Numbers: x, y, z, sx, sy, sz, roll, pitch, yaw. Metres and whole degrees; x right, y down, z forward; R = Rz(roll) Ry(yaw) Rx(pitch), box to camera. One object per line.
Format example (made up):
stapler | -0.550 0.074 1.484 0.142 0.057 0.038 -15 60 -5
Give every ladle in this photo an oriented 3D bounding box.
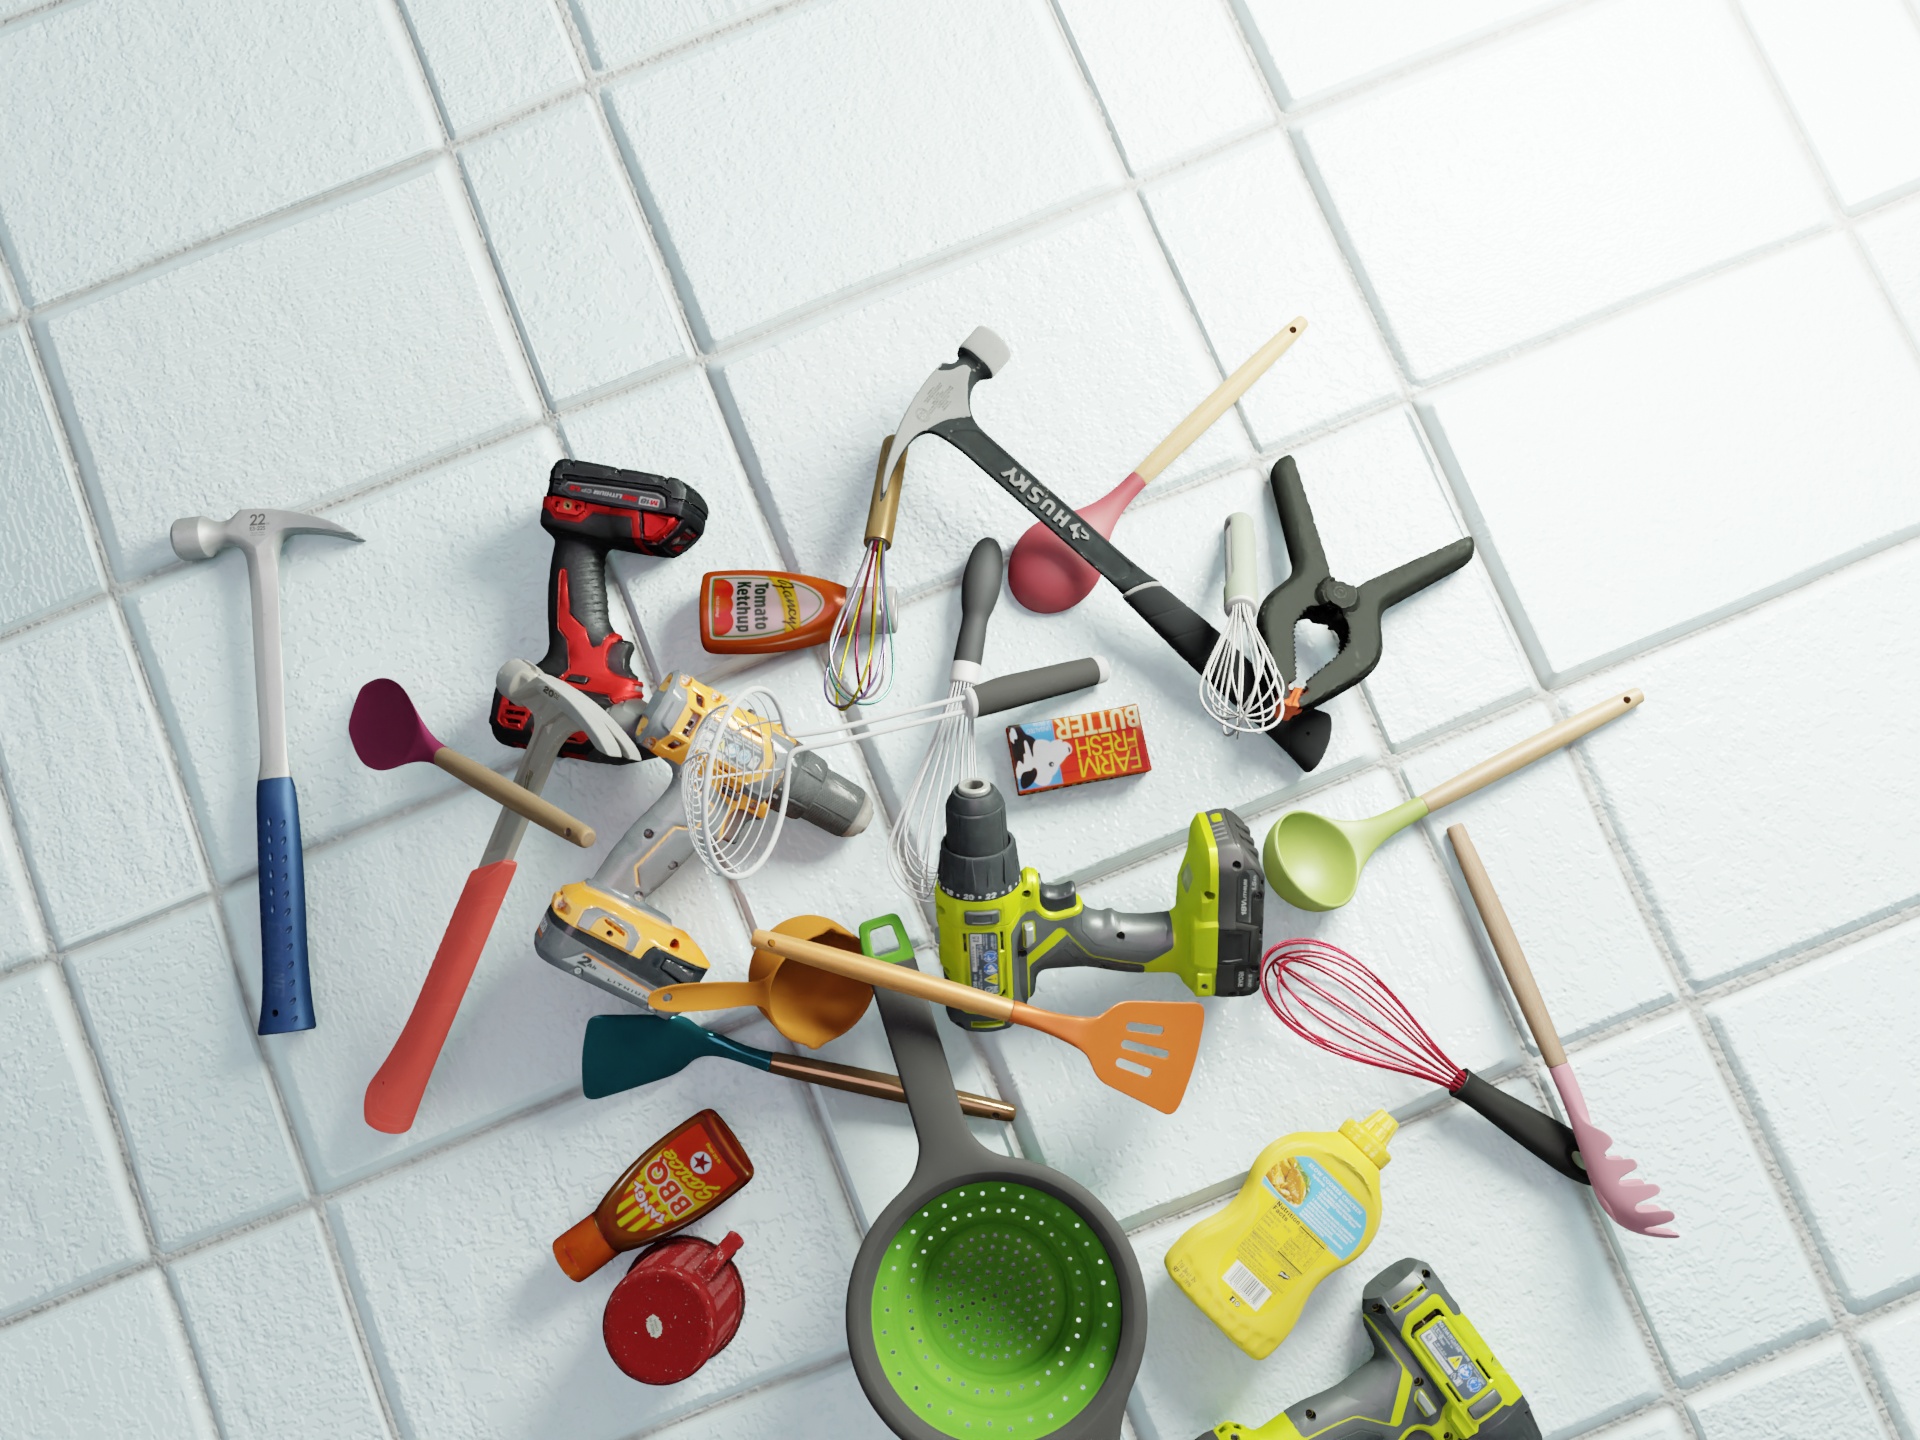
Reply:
ladle | 0.157 -0.203 1.229 0.315 0.031 0.069 -44 86 -5
ladle | 0.367 0.048 1.173 0.320 0.062 0.078 -26 76 -4

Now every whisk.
whisk | 0.200 -0.075 1.136 0.059 0.057 0.247 11 42 -1
whisk | -0.062 -0.114 1.182 0.051 0.047 0.245 7 61 2
whisk | -0.003 -0.004 1.195 0.070 0.070 0.285 9 78 3
whisk | 0.344 0.250 1.147 0.296 0.073 0.073 33 85 0

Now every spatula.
spatula | 0.011 0.195 1.104 0.322 0.041 0.081 16 86 0
spatula | -0.116 0.265 1.168 0.317 0.044 0.082 11 120 1

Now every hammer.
hammer | -0.343 0.142 1.142 0.149 0.036 0.359 33 102 38
hammer | -0.521 0.034 1.219 0.144 0.035 0.405 -7 82 2
hammer | 0.117 -0.107 1.187 0.409 0.036 0.149 42 83 -1

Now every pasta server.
pasta server | 0.425 0.219 1.142 0.040 0.060 0.316 -22 73 8

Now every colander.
colander | 0.000 0.333 1.132 0.204 0.094 0.397 -17 78 -3

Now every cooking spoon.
cooking spoon | -0.357 0.034 1.139 0.319 0.017 0.069 21 93 40

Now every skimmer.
skimmer | -0.030 0.011 1.102 0.363 0.090 0.127 -15 116 -29

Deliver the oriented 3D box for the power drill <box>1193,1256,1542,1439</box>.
power drill | 0.285 0.510 1.105 0.223 0.080 0.171 -35 82 -5

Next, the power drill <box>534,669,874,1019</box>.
power drill | -0.185 0.101 1.165 0.185 0.084 0.226 30 85 -18

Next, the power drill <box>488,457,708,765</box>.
power drill | -0.264 -0.076 1.205 0.143 0.078 0.220 11 86 5

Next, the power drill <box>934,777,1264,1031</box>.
power drill | 0.094 0.125 1.129 0.228 0.080 0.190 -3 116 0

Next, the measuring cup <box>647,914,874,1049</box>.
measuring cup | -0.147 0.185 1.139 0.173 0.052 0.095 1 104 -30
